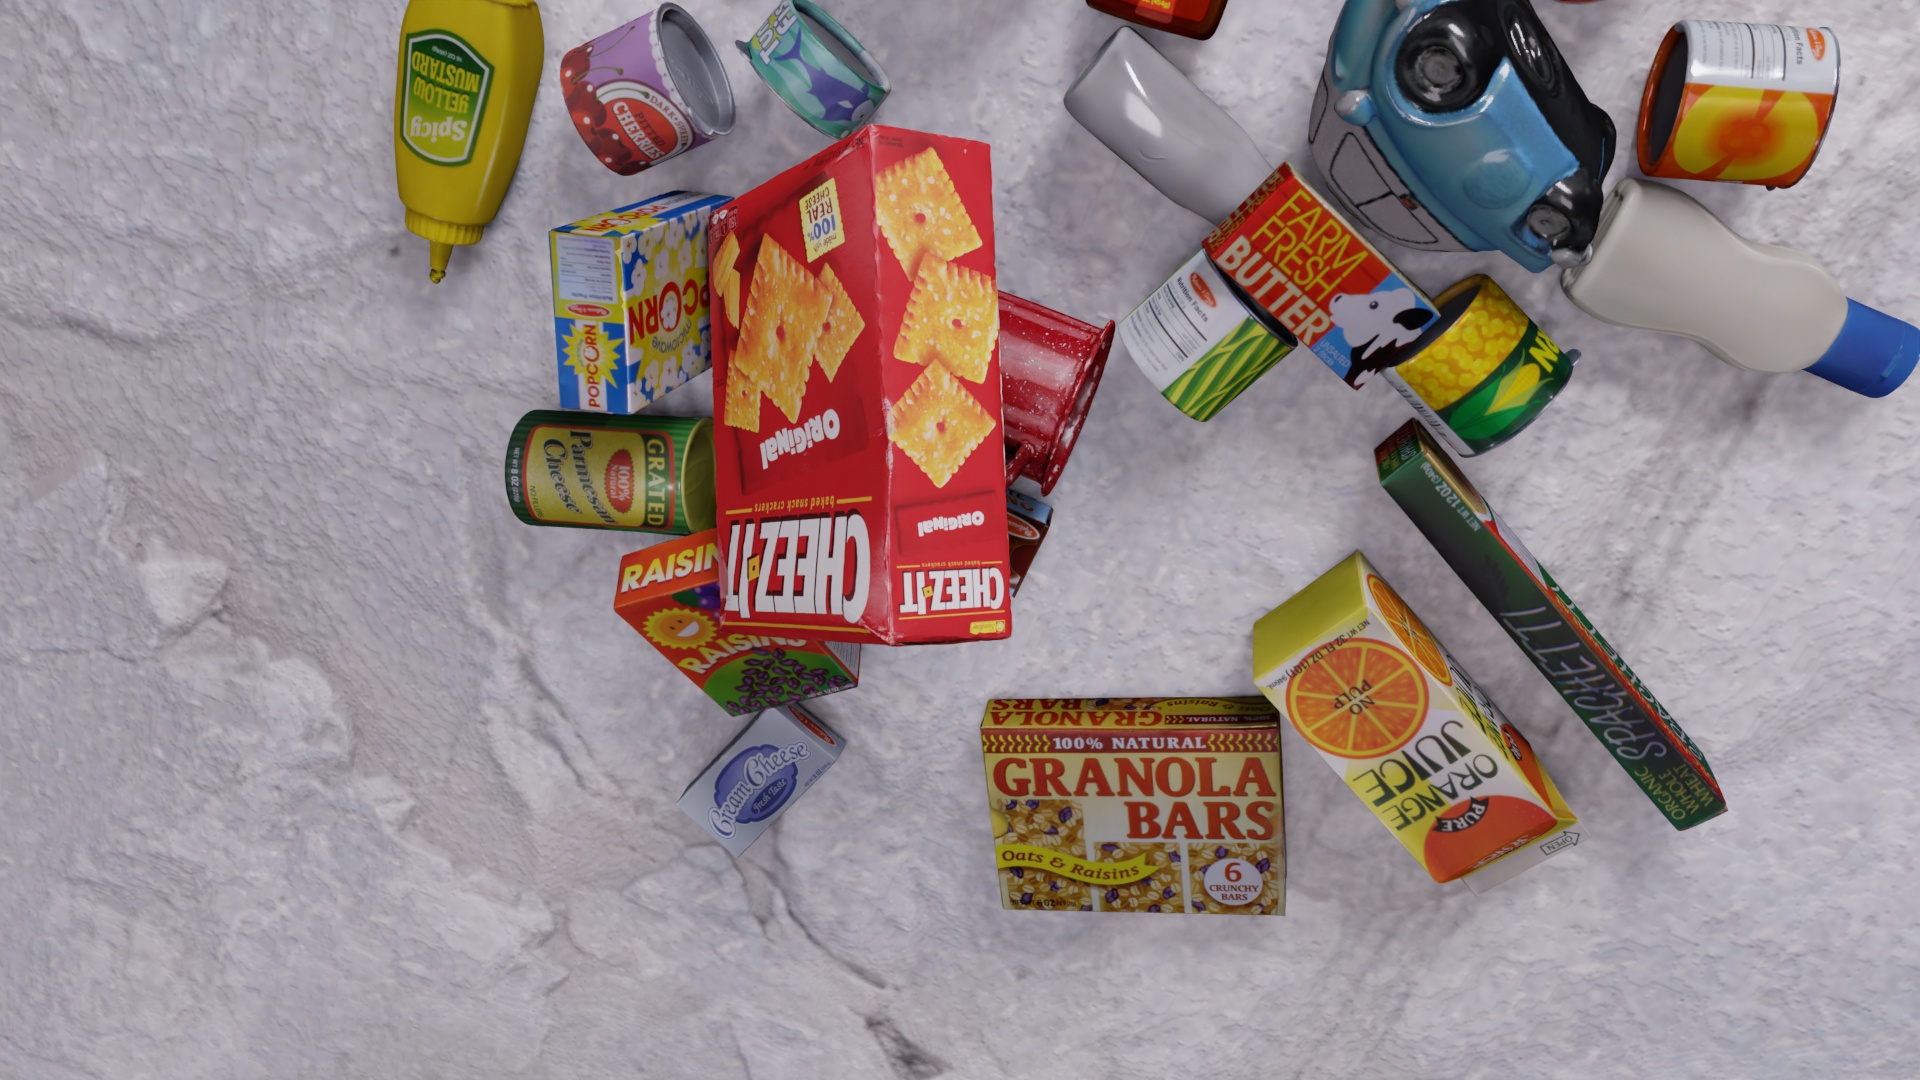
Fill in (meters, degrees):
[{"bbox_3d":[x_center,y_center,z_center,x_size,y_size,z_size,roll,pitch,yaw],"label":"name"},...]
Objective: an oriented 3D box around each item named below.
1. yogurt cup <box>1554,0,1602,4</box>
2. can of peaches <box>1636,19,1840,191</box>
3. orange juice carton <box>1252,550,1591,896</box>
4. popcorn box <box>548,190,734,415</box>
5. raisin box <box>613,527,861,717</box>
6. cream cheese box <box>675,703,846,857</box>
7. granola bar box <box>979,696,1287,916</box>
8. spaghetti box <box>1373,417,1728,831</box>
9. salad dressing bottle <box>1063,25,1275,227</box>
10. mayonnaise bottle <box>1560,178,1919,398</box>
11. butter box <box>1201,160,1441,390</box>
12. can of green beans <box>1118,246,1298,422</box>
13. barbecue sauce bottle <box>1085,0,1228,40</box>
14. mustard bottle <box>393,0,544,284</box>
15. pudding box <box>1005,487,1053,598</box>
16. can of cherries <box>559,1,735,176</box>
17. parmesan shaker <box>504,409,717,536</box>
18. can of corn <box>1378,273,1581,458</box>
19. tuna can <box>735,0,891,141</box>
[{"bbox_3d":[0.268,-0.259,0.580,0.072,0.054,0.072,5,114,10],"label":"yogurt cup"},{"bbox_3d":[0.328,-0.184,0.593,0.058,0.071,0.071,8,113,9],"label":"can of peaches"},{"bbox_3d":[0.241,0.106,0.725,0.071,0.073,0.192,-39,100,23],"label":"orange juice carton"},{"bbox_3d":[-0.152,-0.121,0.686,0.038,0.127,0.085,9,114,13],"label":"popcorn box"},{"bbox_3d":[-0.119,0.044,0.764,0.086,0.040,0.123,-15,140,18],"label":"raisin box"},{"bbox_3d":[-0.122,0.142,0.844,0.053,0.024,0.103,42,114,-5],"label":"cream cheese box"},{"bbox_3d":[0.100,0.152,0.792,0.165,0.039,0.123,-2,111,13],"label":"granola bar box"},{"bbox_3d":[0.298,0.044,0.701,0.028,0.050,0.250,-39,100,25],"label":"spaghetti box"},{"bbox_3d":[0.117,-0.173,0.646,0.147,0.064,0.043,38,127,-13],"label":"salad dressing bottle"},{"bbox_3d":[0.356,-0.109,0.631,0.148,0.041,0.064,23,116,1],"label":"mayonnaise bottle"},{"bbox_3d":[0.164,-0.120,0.633,0.103,0.024,0.053,36,114,-22],"label":"butter box"},{"bbox_3d":[0.119,-0.100,0.671,0.071,0.071,0.057,45,115,-8],"label":"can of green beans"},{"bbox_3d":[0.104,-0.300,0.604,0.065,0.044,0.147,19,114,5],"label":"barbecue sauce bottle"},{"bbox_3d":[-0.259,-0.205,0.716,0.065,0.049,0.159,21,114,5],"label":"mustard bottle"},{"bbox_3d":[0.003,-0.009,0.752,0.084,0.030,0.049,24,114,1],"label":"pudding box"},{"bbox_3d":[-0.152,-0.217,0.677,0.058,0.072,0.071,-18,107,18],"label":"can of cherries"},{"bbox_3d":[-0.187,-0.034,0.761,0.103,0.071,0.071,3,113,11],"label":"parmesan shaker"},{"bbox_3d":[0.242,-0.084,0.651,0.058,0.071,0.071,43,114,-7],"label":"can of corn"},{"bbox_3d":[-0.069,-0.225,0.657,0.071,0.071,0.032,44,113,-7],"label":"tuna can"}]
